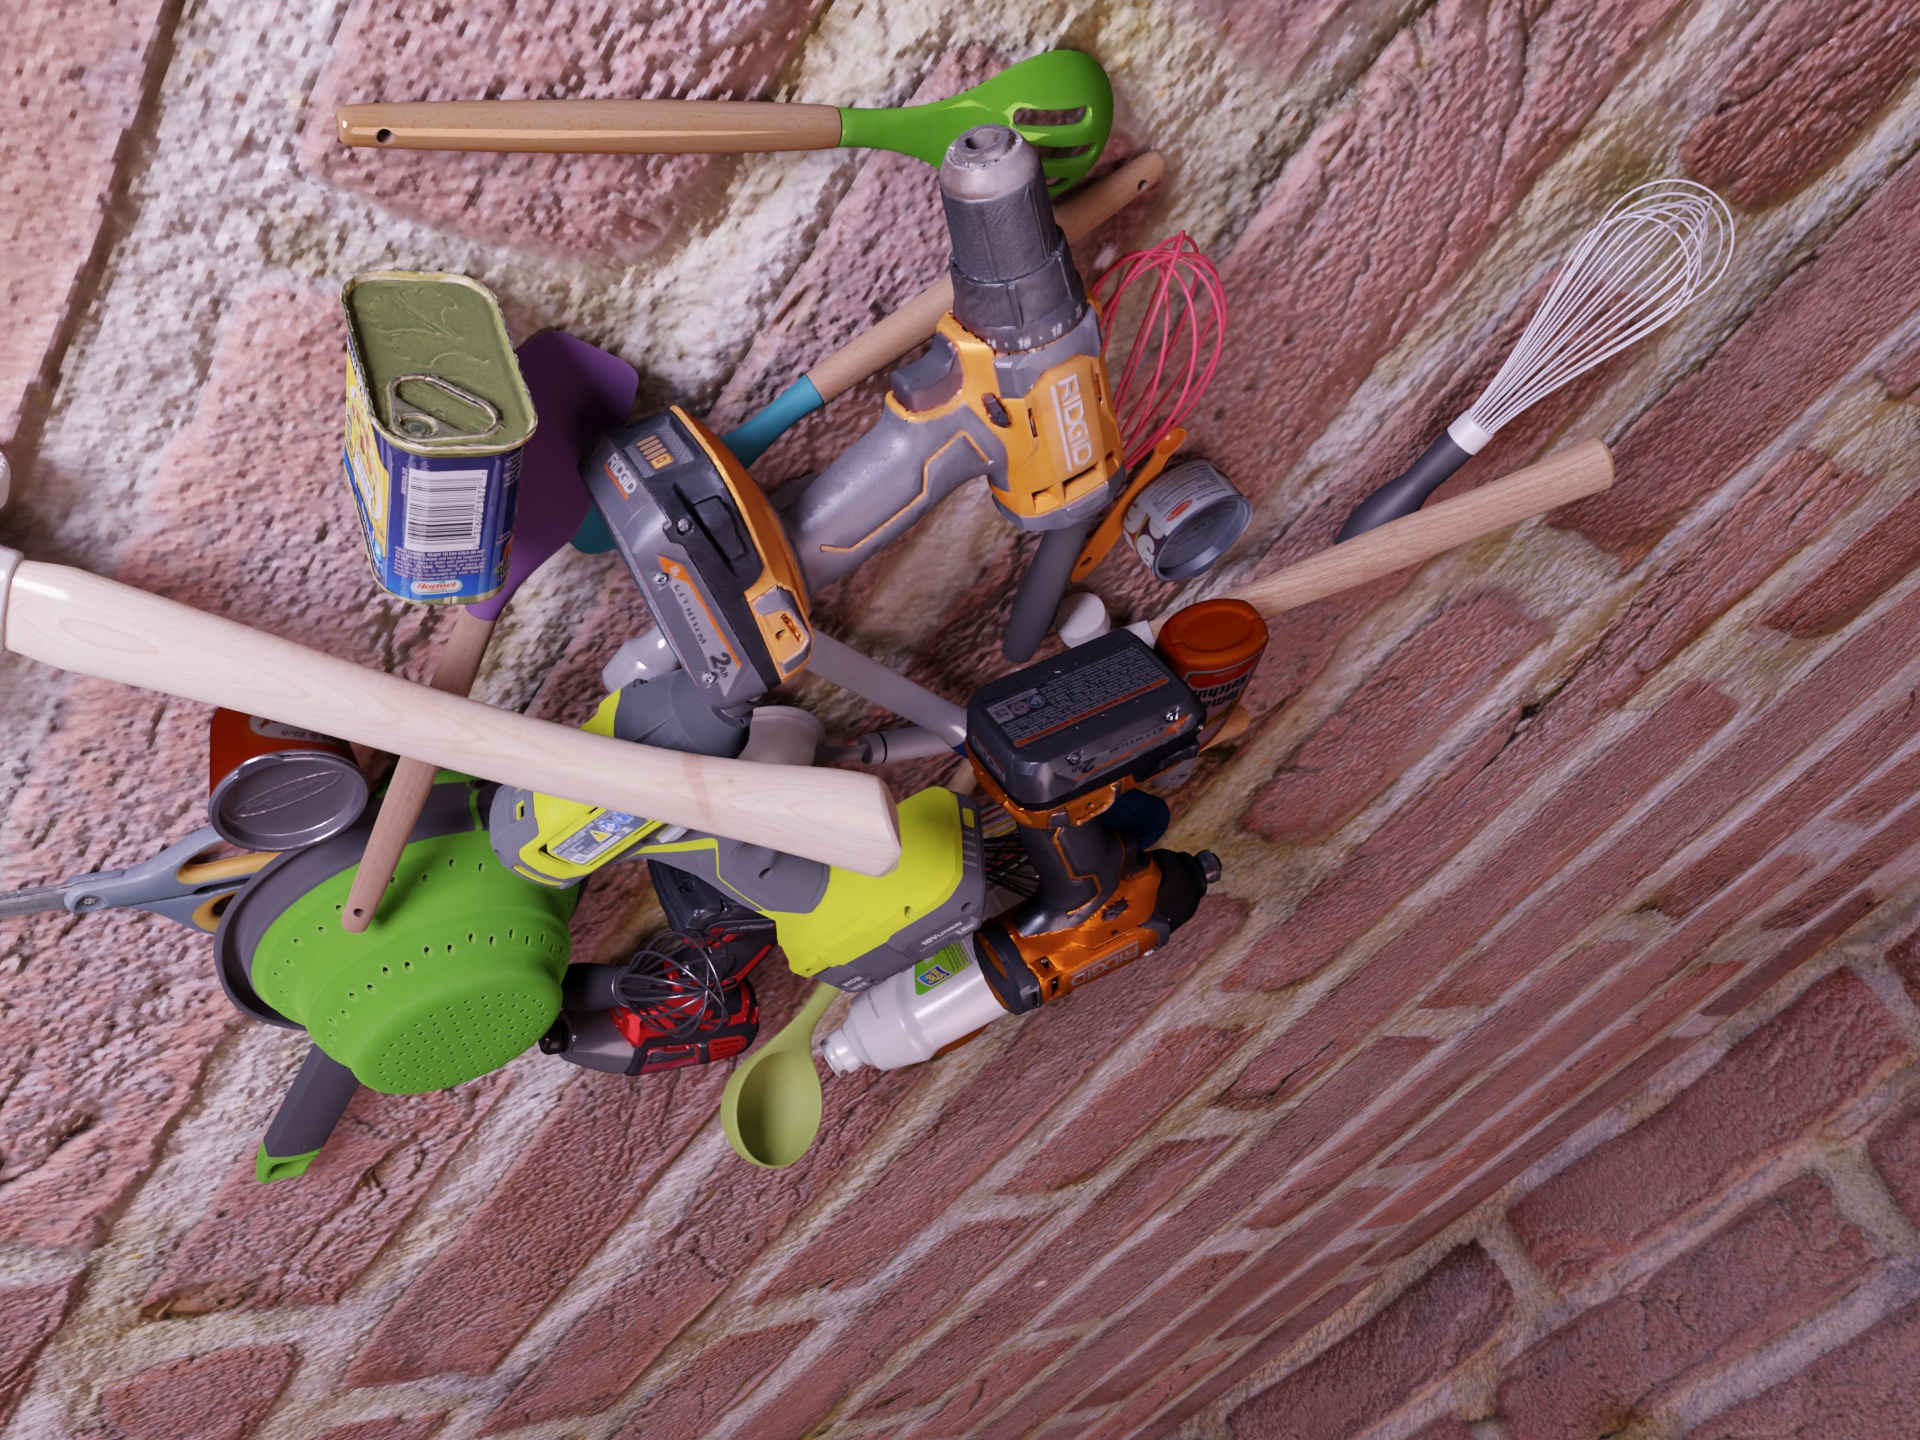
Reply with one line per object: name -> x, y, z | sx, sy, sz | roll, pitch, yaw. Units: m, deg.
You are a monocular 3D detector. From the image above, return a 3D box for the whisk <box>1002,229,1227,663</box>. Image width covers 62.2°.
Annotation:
whisk -> 0.066, -0.124, 0.813 | 0.073, 0.073, 0.295 | -12, 148, -24

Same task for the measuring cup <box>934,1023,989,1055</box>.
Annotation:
measuring cup -> -0.020, 0.190, 1.163 | 0.095, 0.052, 0.173 | -22, 146, -10

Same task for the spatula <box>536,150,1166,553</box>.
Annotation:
spatula -> -0.048, -0.168, 0.706 | 0.317, 0.044, 0.082 | -33, 144, -2

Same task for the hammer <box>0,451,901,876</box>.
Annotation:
hammer -> -0.221, 0.009, 0.666 | 0.410, 0.038, 0.146 | 17, 126, -20

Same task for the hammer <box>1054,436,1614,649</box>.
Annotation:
hammer -> 0.224, -0.089, 0.950 | 0.331, 0.031, 0.129 | -22, 150, 8

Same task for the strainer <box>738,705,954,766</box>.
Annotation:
strainer -> -0.057, 0.018, 0.927 | 0.258, 0.050, 0.086 | -9, 145, -32

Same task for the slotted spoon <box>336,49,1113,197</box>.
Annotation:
slotted spoon -> -0.072, -0.225, 0.610 | 0.313, 0.031, 0.070 | -9, 142, -25

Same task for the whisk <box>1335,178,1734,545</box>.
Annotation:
whisk -> 0.318, -0.188, 0.915 | 0.070, 0.070, 0.284 | 7, 137, -41

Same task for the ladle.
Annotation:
ladle -> -0.059, 0.151, 1.022 | 0.078, 0.062, 0.320 | 20, 108, -46

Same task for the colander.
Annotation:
colander -> -0.321, 0.187, 0.894 | 0.204, 0.095, 0.397 | -1, 140, -43

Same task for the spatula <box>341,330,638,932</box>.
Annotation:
spatula -> -0.225, -0.028, 0.710 | 0.059, 0.018, 0.315 | 22, 114, -15

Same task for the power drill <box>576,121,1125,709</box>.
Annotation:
power drill -> -0.039, -0.124, 0.660 | 0.226, 0.084, 0.185 | -30, 140, -11

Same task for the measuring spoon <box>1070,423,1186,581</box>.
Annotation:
measuring spoon -> 0.089, -0.120, 0.879 | 0.021, 0.011, 0.117 | -11, 147, -41

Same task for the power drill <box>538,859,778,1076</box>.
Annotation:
power drill -> -0.169, 0.146, 0.983 | 0.143, 0.079, 0.219 | -1, 140, -35

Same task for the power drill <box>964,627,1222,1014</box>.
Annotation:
power drill -> 0.084, 0.061, 0.919 | 0.164, 0.084, 0.226 | -23, 136, -18

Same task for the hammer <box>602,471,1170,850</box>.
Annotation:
hammer -> -0.001, -0.003, 0.896 | 0.144, 0.035, 0.405 | -48, 137, 14

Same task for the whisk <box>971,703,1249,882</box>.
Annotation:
whisk -> 0.087, 0.046, 1.064 | 0.245, 0.051, 0.047 | -25, 140, -12

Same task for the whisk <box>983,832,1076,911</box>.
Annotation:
whisk -> -0.007, 0.082, 0.977 | 0.246, 0.058, 0.059 | 13, 147, -33

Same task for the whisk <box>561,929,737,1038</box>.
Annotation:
whisk -> -0.180, 0.142, 0.854 | 0.055, 0.055, 0.239 | -3, 173, -33

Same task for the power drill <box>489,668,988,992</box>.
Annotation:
power drill -> -0.097, 0.054, 0.802 | 0.171, 0.080, 0.223 | -32, 136, 32
